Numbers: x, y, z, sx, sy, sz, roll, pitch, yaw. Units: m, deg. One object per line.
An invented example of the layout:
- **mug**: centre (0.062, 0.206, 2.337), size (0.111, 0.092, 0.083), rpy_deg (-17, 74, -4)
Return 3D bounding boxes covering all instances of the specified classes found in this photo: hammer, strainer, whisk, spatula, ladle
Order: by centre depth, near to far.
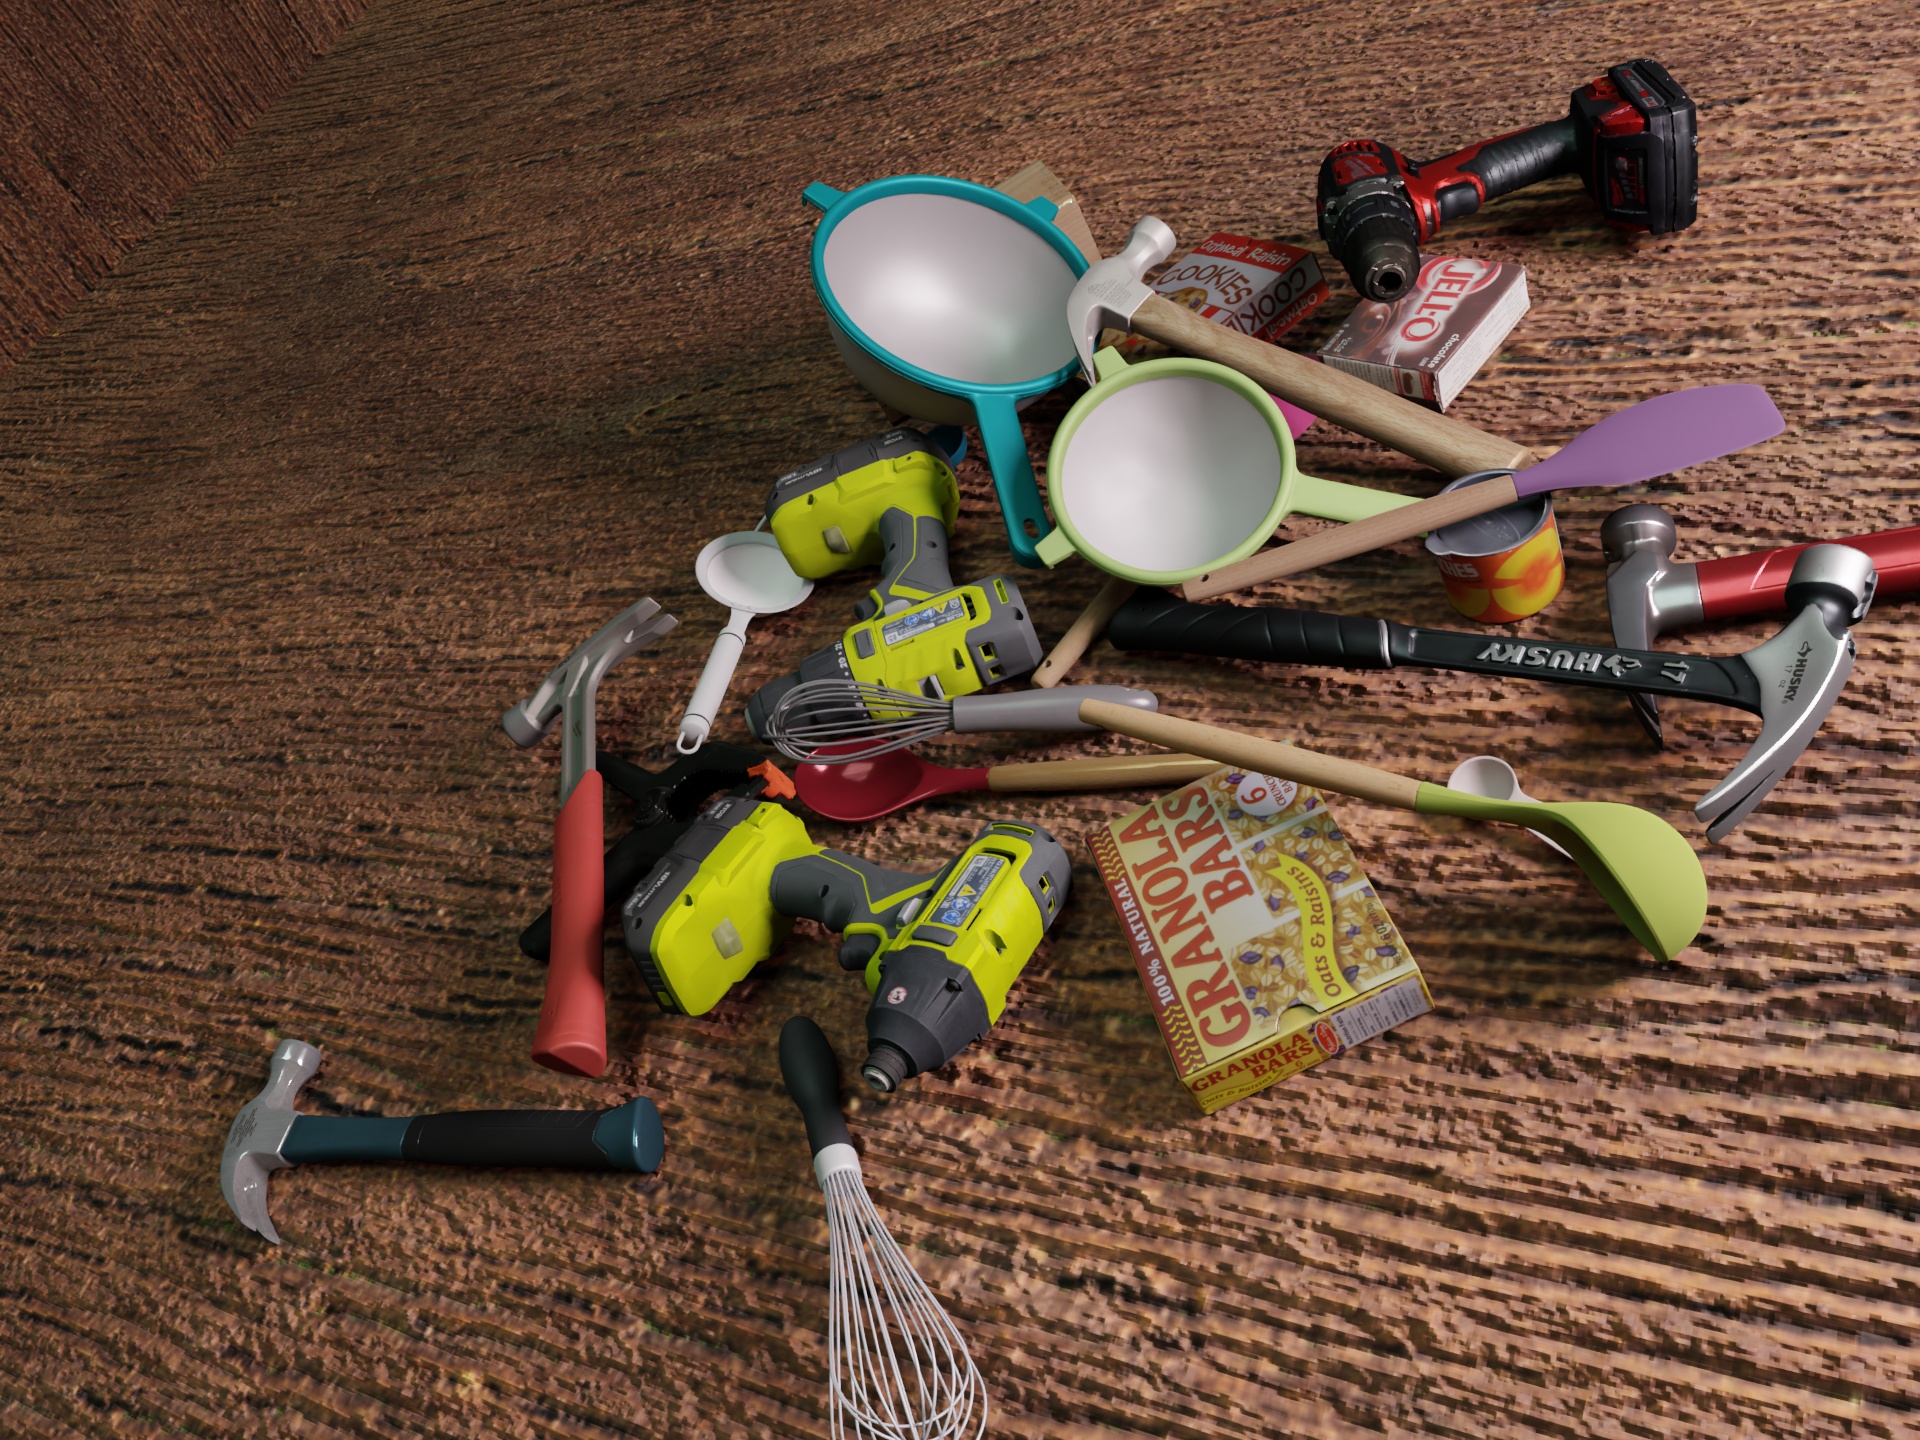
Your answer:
- **hammer**: centre (0.512, -0.075, 0.746), size (0.386, 0.038, 0.143), rpy_deg (-9, 49, 25)
- **ladle**: centre (0.194, 0.042, 0.775), size (0.320, 0.078, 0.062), rpy_deg (15, 75, 31)
- **whisk**: centre (-0.055, 0.247, 0.786), size (0.070, 0.070, 0.285), rpy_deg (-31, 37, 2)
- **hammer**: centre (0.242, -0.034, 0.844), size (0.409, 0.036, 0.149), rpy_deg (9, 63, 45)
- **spatula**: centre (0.272, -0.119, 0.859), size (0.316, 0.018, 0.060), rpy_deg (-18, 44, 14)
- **ladle**: centre (0.042, 0.032, 0.943), size (0.315, 0.031, 0.069), rpy_deg (-4, 46, 26)
- **whisk**: centre (-0.001, -0.002, 0.954), size (0.239, 0.055, 0.055), rpy_deg (-3, 48, 4)
- **hammer**: centre (-0.317, 0.250, 0.956), size (0.331, 0.033, 0.128), rpy_deg (-7, 48, 26)
- **strainer**: centre (0.182, -0.133, 0.977), size (0.256, 0.069, 0.151), rpy_deg (13, 76, 14)
- **hammer**: centre (-0.235, 0.070, 1.008), size (0.149, 0.036, 0.359), rpy_deg (-36, 38, 17)
- **hammer**: centre (0.204, -0.219, 1.012), size (0.332, 0.031, 0.130), rpy_deg (33, 76, 30)
- **strainer**: centre (0.003, -0.228, 1.106), size (0.211, 0.095, 0.341), rpy_deg (-3, 61, -20)
- **strainer**: centre (-0.160, -0.059, 1.110), size (0.087, 0.050, 0.259), rpy_deg (14, 40, -1)

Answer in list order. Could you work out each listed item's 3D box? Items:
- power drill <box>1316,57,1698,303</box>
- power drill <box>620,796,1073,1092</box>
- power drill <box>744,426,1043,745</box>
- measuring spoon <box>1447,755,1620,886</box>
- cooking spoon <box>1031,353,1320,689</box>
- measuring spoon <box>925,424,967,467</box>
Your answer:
- **power drill**: centre (0.345, -0.337, 1.018), size (0.227, 0.080, 0.188), rpy_deg (-10, 36, 14)
- **power drill**: centre (-0.070, 0.118, 0.877), size (0.223, 0.080, 0.171), rpy_deg (6, 40, 33)
- **power drill**: centre (-0.062, -0.085, 1.067), size (0.190, 0.080, 0.229), rpy_deg (-21, 45, 4)
- **measuring spoon**: centre (0.295, 0.057, 0.779), size (0.124, 0.018, 0.034), rpy_deg (35, 84, 39)
- **cooking spoon**: centre (0.146, -0.136, 1.038), size (0.069, 0.017, 0.319), rpy_deg (22, 65, 42)
- **measuring spoon**: centre (-0.042, -0.170, 1.190), size (0.128, 0.021, 0.042), rpy_deg (-45, 46, 1)
